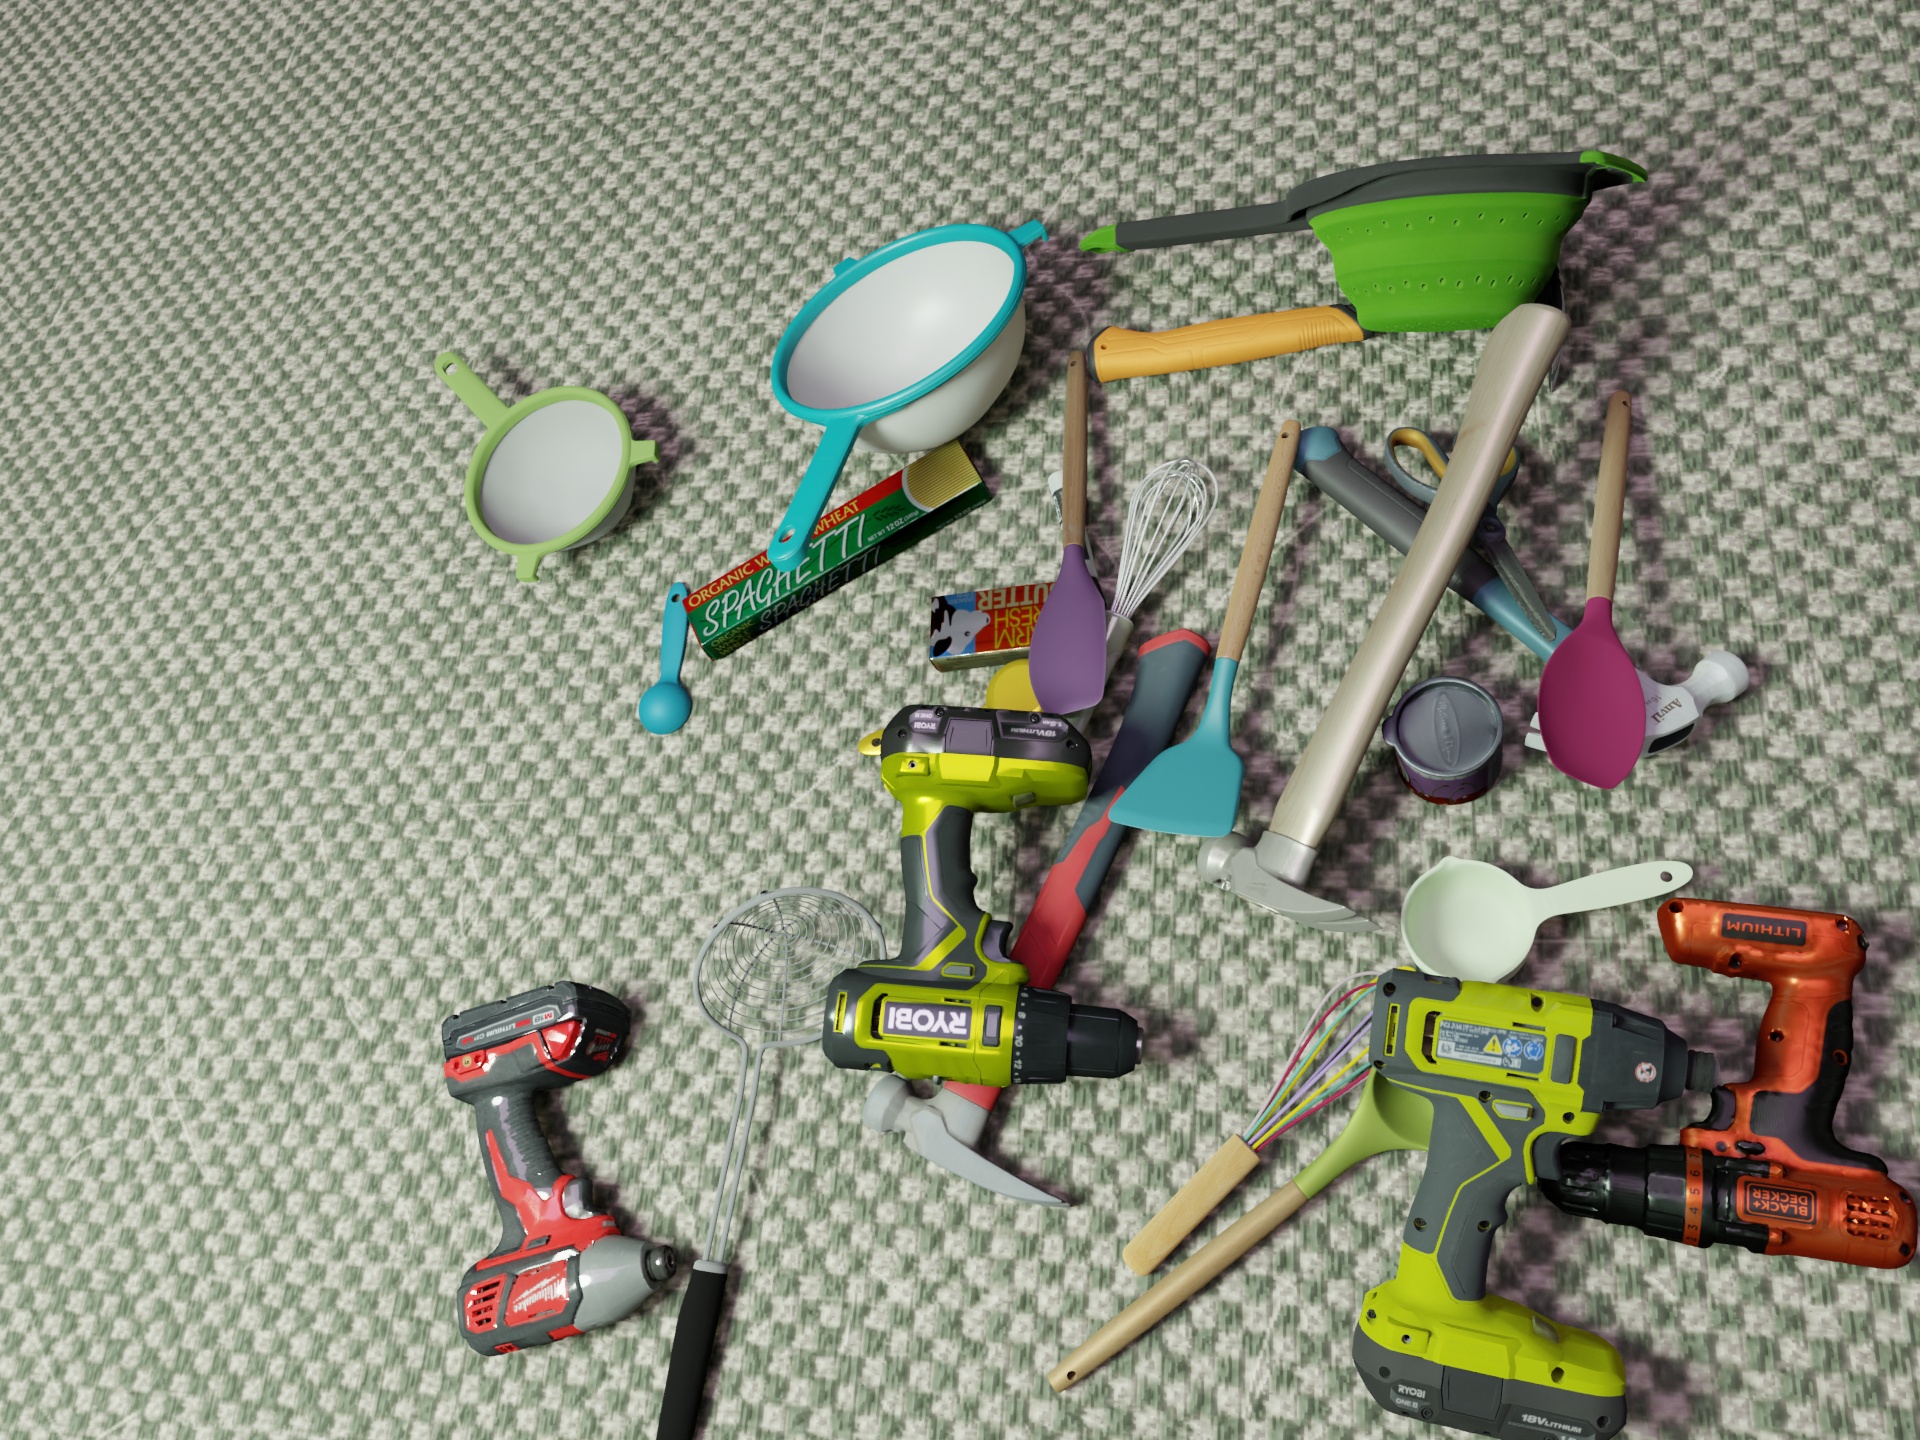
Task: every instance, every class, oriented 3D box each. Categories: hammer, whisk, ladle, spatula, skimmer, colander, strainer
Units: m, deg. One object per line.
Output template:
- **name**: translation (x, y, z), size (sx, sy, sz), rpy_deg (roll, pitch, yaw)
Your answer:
- **hammer**: translation (0.258, -0.278, 1.150), size (0.337, 0.034, 0.127), rpy_deg (-5, 65, 17)
- **whisk**: translation (0.187, 0.238, 0.950), size (0.245, 0.051, 0.047), rpy_deg (-46, 41, 0)
- **ladle**: translation (0.178, 0.291, 0.917), size (0.320, 0.062, 0.078), rpy_deg (-39, 93, 3)
- **hammer**: translation (0.085, 0.116, 1.034), size (0.143, 0.038, 0.386), rpy_deg (22, 76, 24)
- **spatula**: translation (0.079, -0.141, 1.130), size (0.060, 0.018, 0.316), rpy_deg (-14, 55, 28)
- **skimmer**: translation (-0.134, 0.286, 1.003), size (0.090, 0.127, 0.363), rpy_deg (-17, 59, 59)
- **colander**: translation (0.254, -0.312, 1.093), size (0.397, 0.204, 0.094), rpy_deg (6, 102, 38)
- **whisk**: translation (0.113, -0.076, 1.099), size (0.059, 0.057, 0.246), rpy_deg (20, 77, 25)
- **strainer**: translation (-0.352, -0.221, 1.311), size (0.151, 0.069, 0.257), rpy_deg (-45, 61, -2)
- **hammer**: translation (0.334, -0.094, 1.035), size (0.128, 0.033, 0.331), rpy_deg (-32, 57, -17)
- **strainer**: translation (-0.051, -0.220, 1.170), size (0.211, 0.095, 0.341), rpy_deg (0, 54, 32)
- **hammer**: translation (0.279, -0.068, 0.970), size (0.410, 0.038, 0.146), rpy_deg (-64, 26, -3)
- **spatula**: translation (0.180, -0.066, 1.043), size (0.082, 0.044, 0.318), rpy_deg (7, 69, 31)

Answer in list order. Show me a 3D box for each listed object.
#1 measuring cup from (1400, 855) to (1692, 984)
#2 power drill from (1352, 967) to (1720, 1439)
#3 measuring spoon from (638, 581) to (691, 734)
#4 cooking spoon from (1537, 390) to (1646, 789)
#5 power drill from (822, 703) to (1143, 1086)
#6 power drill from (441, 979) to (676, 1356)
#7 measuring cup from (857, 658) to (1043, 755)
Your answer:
- **measuring cup**: translation (0.348, 0.114, 0.948), size (0.167, 0.038, 0.083), rpy_deg (-15, 64, 10)
- **power drill**: translation (0.295, 0.253, 0.836), size (0.171, 0.080, 0.223), rpy_deg (7, 91, 17)
- **measuring spoon**: translation (-0.226, -0.052, 1.220), size (0.042, 0.021, 0.129), rpy_deg (-5, 67, 16)
- **cooking spoon**: translation (0.399, -0.091, 0.988), size (0.068, 0.017, 0.319), rpy_deg (22, 58, -3)
- **power drill**: translation (0.022, 0.113, 0.989), size (0.190, 0.080, 0.229), rpy_deg (4, 72, 7)
- **power drill**: translation (-0.267, 0.294, 1.056), size (0.143, 0.078, 0.220), rpy_deg (-18, 66, 11)
- **measuring cup**: translation (-0.002, -0.004, 1.118), size (0.156, 0.029, 0.062), rpy_deg (-15, 64, 9)
